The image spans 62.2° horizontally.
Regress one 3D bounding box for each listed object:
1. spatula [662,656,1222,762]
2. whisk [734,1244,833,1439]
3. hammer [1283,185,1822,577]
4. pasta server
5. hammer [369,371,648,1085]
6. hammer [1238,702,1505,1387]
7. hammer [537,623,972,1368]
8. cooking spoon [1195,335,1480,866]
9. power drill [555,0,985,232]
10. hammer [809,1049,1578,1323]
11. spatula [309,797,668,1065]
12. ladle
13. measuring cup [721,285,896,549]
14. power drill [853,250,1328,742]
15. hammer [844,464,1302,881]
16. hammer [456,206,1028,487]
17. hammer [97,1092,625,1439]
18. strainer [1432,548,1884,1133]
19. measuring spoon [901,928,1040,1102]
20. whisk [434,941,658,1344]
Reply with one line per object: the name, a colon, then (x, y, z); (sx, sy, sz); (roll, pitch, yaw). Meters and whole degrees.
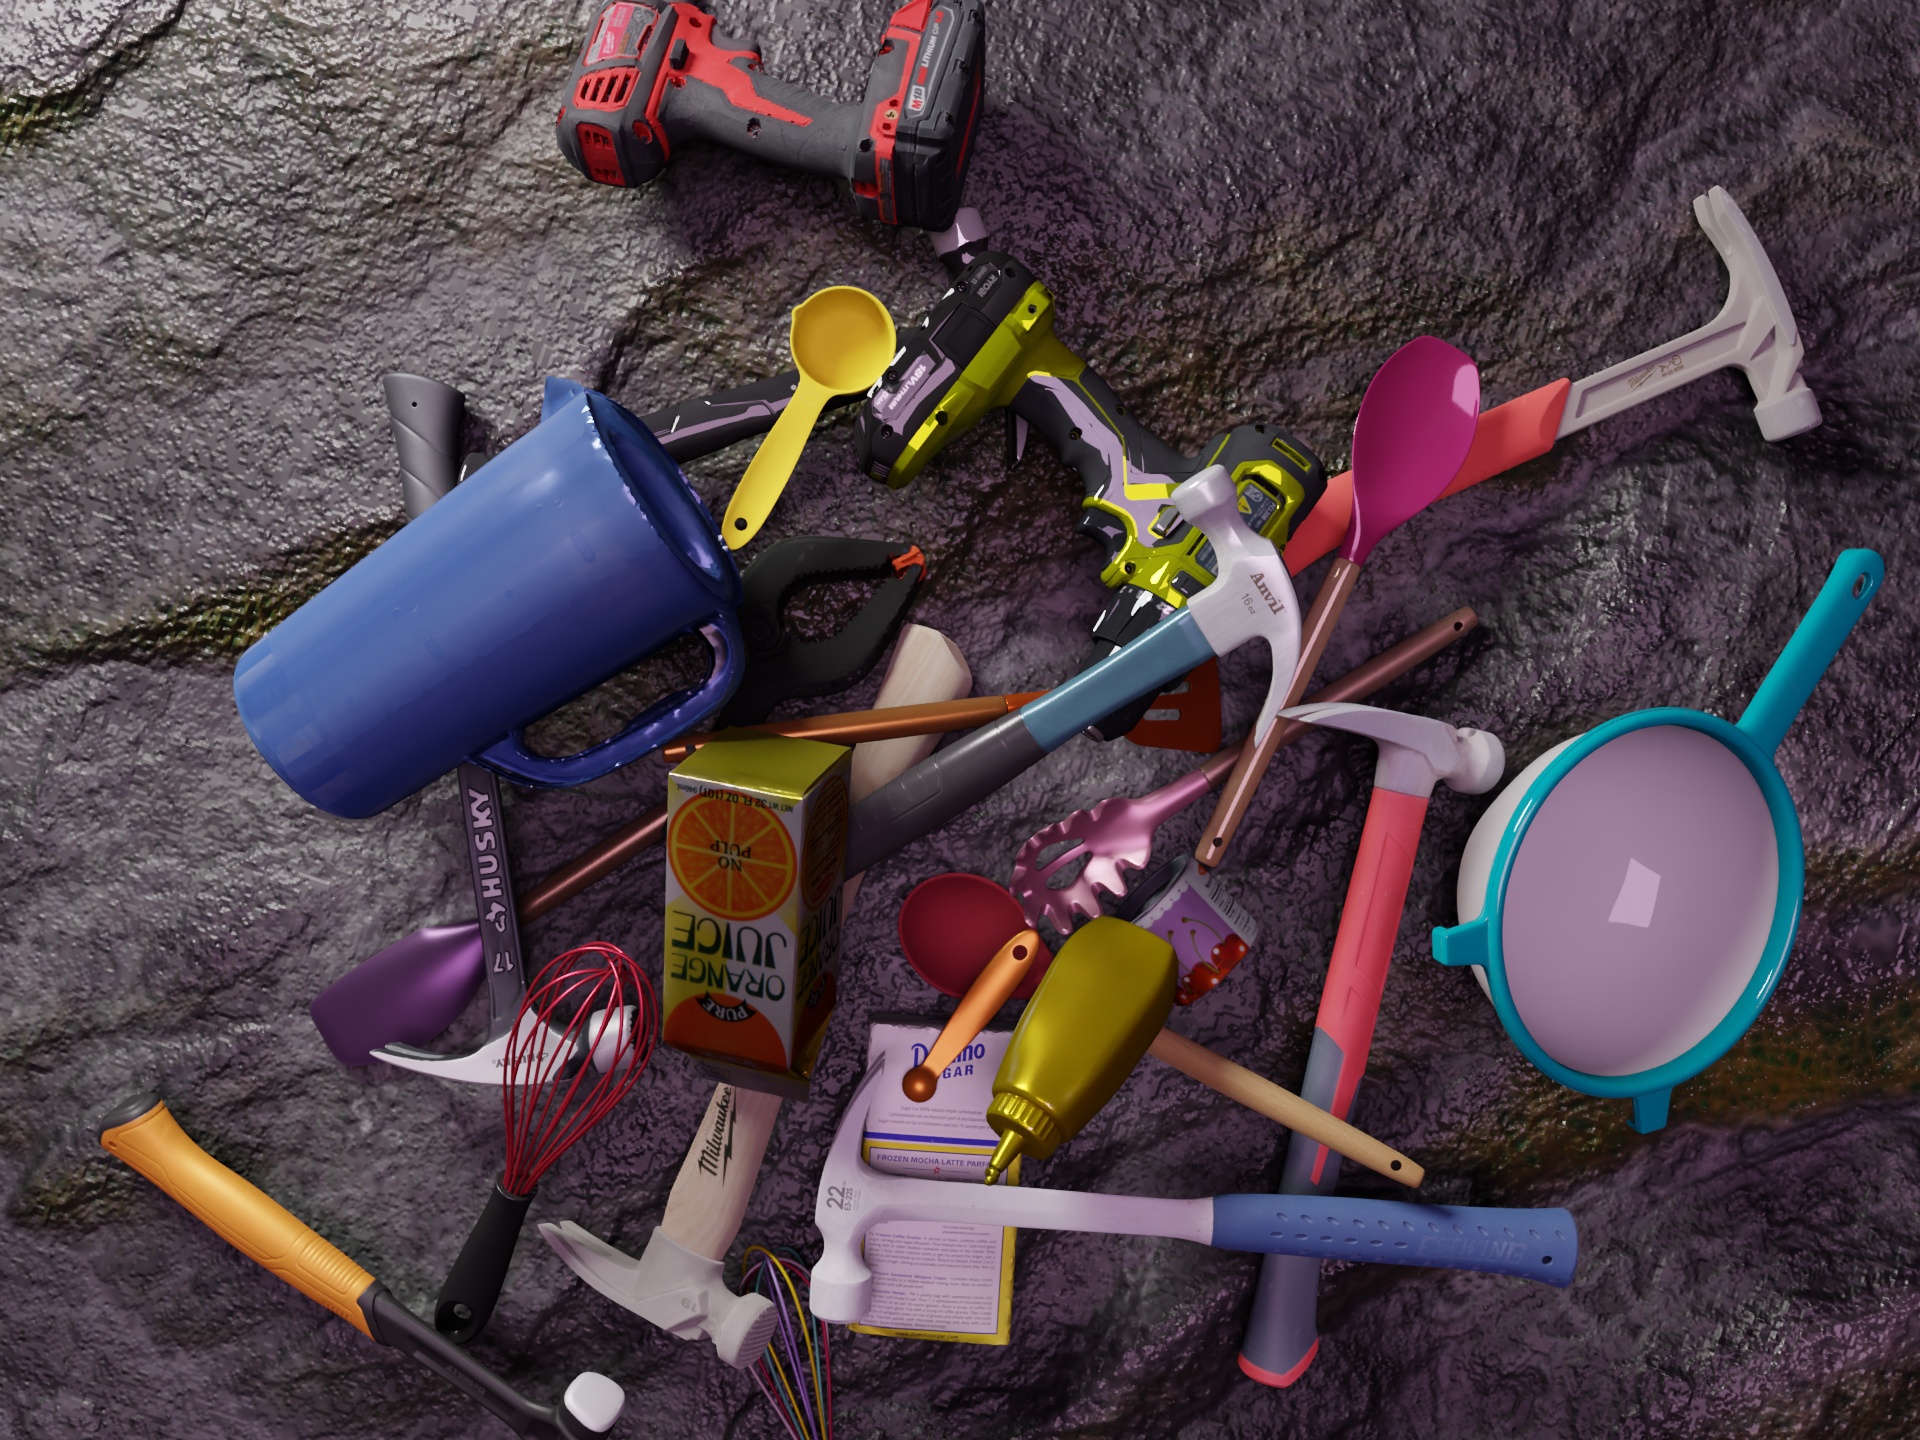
spatula: (-0.001, -0.003, 0.875); (0.322, 0.041, 0.081); (-7, 92, -12)
whisk: (-0.083, 0.414, 0.912); (0.047, 0.051, 0.245); (-13, 95, 20)
hammer: (0.305, -0.170, 0.913); (0.359, 0.037, 0.149); (-23, 90, -1)
pasta server: (0.164, 0.020, 0.903); (0.316, 0.040, 0.060); (-31, 101, -5)
hammer: (-0.280, 0.004, 0.896); (0.149, 0.036, 0.409); (-10, 87, 4)
hammer: (0.201, 0.183, 0.892); (0.143, 0.038, 0.386); (11, 93, -27)
hammer: (-0.101, 0.137, 0.898); (0.146, 0.038, 0.411); (20, 84, 24)
cooking spoon: (0.204, -0.064, 0.883); (0.068, 0.017, 0.319); (26, 89, -10)
power drill: (-0.101, -0.353, 0.879); (0.219, 0.078, 0.143); (10, 67, 5)
hammer: (0.125, 0.264, 0.857); (0.405, 0.035, 0.144); (4, 95, 0)
spatula: (-0.233, 0.100, 0.915); (0.316, 0.018, 0.060); (-34, 86, 0)
ladle: (0.106, 0.174, 0.879); (0.315, 0.031, 0.069); (26, 84, 16)
measuring cup: (-0.088, -0.163, 0.869); (0.062, 0.029, 0.156); (30, 96, -4)
power drill: (0.058, -0.119, 0.849); (0.228, 0.080, 0.190); (37, 83, -4)
hammer: (0.027, 0.011, 0.821); (0.331, 0.033, 0.128); (-32, 97, 18)
hammer: (-0.119, -0.167, 0.890); (0.335, 0.035, 0.146); (-20, 91, -8)
hammer: (-0.346, 0.323, 0.893); (0.337, 0.034, 0.127); (34, 121, 5)
strainer: (0.387, 0.041, 0.885); (0.210, 0.095, 0.340); (39, 82, -21)
measuring spoon: (0.007, 0.163, 0.879); (0.021, 0.011, 0.117); (37, 89, 3)
whisk: (-0.232, 0.237, 0.856); (0.073, 0.073, 0.295); (27, 114, -1)
